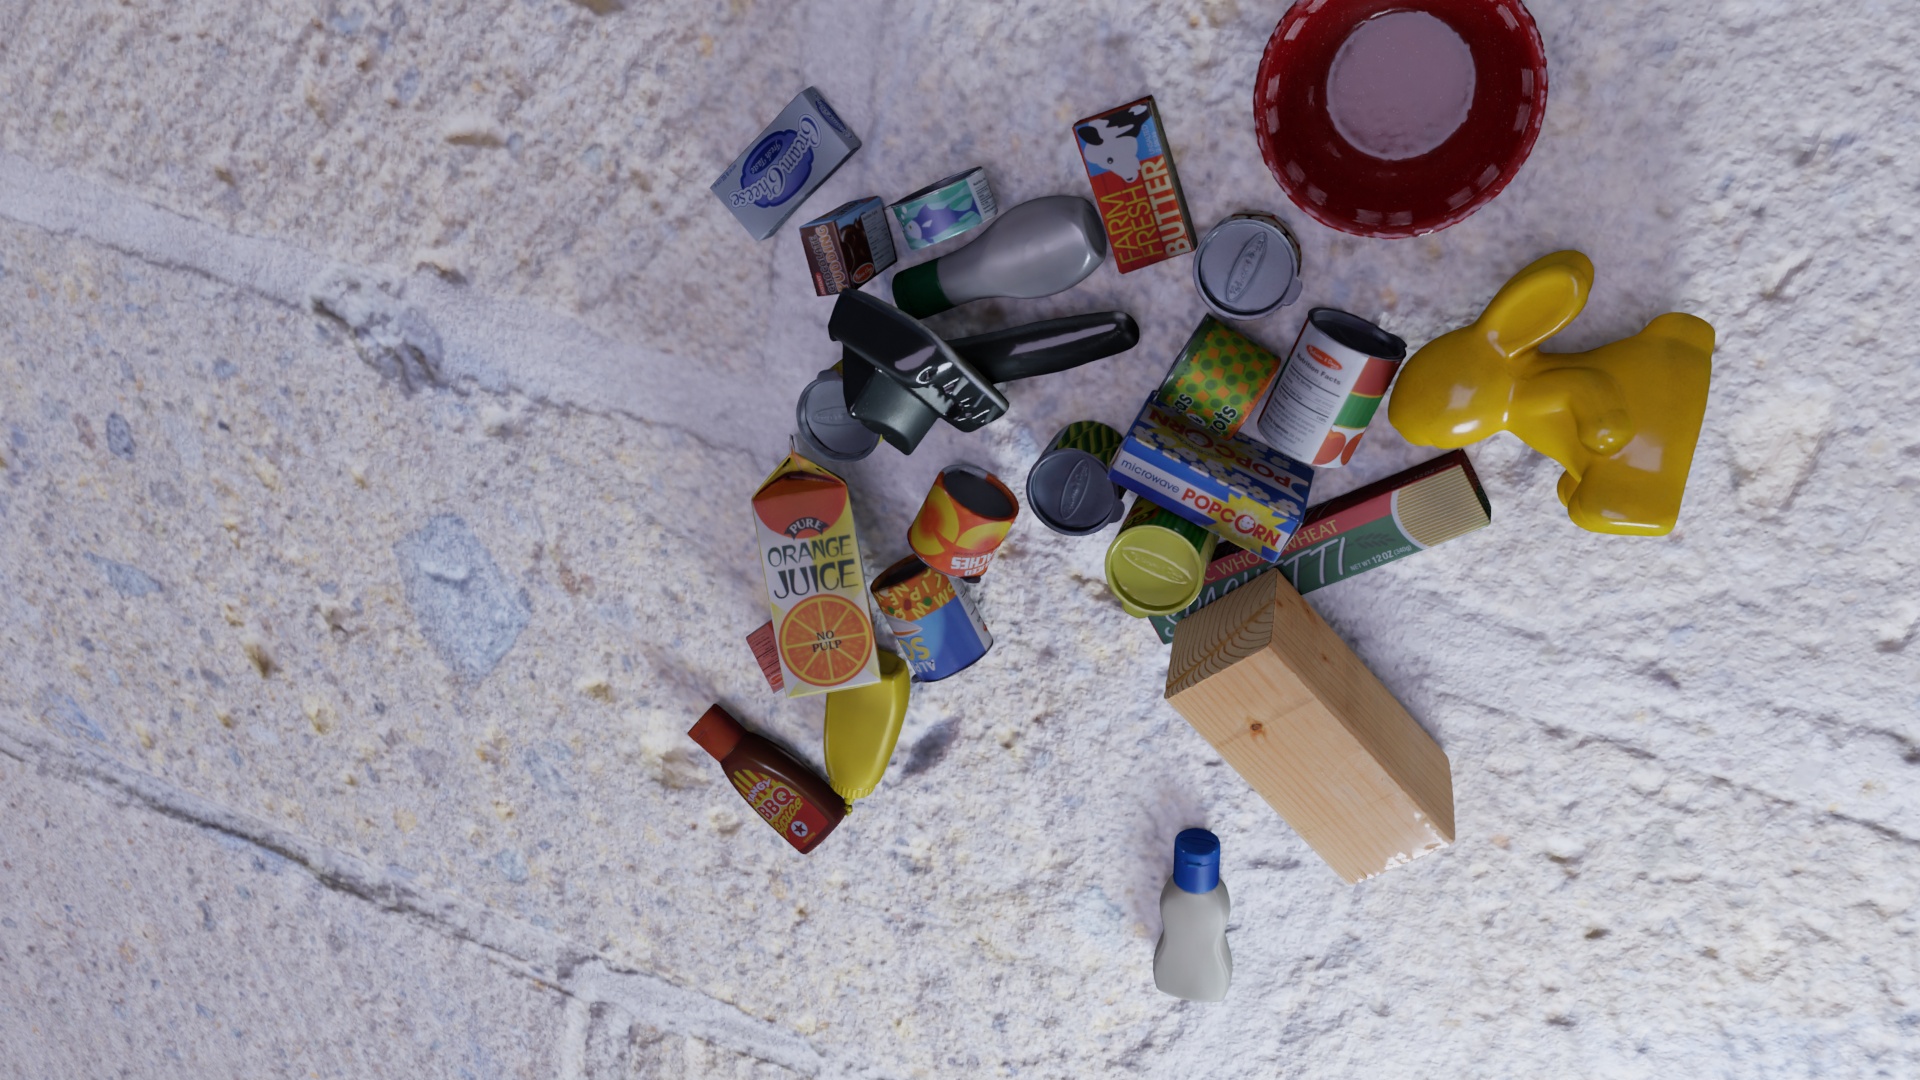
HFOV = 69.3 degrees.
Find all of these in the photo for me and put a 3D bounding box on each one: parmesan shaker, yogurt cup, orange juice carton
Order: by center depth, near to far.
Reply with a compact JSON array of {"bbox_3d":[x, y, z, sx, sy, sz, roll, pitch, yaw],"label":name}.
[{"bbox_3d":[0.141,0.001,0.956,0.071,0.103,0.071,8,117,16],"label":"parmesan shaker"},{"bbox_3d":[-0.111,0.015,1.044,0.073,0.072,0.192,-10,95,-4],"label":"orange juice carton"},{"bbox_3d":[-0.136,0.085,1.121,0.072,0.073,0.054,-33,92,30],"label":"yogurt cup"}]

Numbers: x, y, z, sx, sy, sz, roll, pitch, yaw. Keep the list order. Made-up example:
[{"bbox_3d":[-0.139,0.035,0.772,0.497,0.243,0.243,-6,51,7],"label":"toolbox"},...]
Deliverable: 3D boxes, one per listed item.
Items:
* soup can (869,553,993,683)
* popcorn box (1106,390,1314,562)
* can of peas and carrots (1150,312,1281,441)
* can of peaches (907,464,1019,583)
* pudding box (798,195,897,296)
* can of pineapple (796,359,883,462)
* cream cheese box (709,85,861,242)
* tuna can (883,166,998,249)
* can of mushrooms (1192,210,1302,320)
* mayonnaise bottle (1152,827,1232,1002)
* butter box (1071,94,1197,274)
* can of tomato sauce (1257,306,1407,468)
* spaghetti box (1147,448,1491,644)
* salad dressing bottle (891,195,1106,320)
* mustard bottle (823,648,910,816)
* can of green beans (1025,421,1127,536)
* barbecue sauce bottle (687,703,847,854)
[{"bbox_3d":[-0.025,0.058,1.063,0.071,0.072,0.083,-21,106,27],"label":"soup can"},{"bbox_3d":[0.169,-0.045,0.934,0.127,0.085,0.038,27,122,5],"label":"popcorn box"},{"bbox_3d":[0.168,-0.105,0.915,0.059,0.071,0.070,32,121,3],"label":"can of peas and carrots"},{"bbox_3d":[0.004,-0.013,1.019,0.071,0.071,0.057,31,120,4],"label":"can of peaches"},{"bbox_3d":[-0.076,-0.202,0.948,0.030,0.084,0.049,-5,113,22],"label":"pudding box"},{"bbox_3d":[-0.078,-0.099,1.013,0.071,0.058,0.070,8,117,16],"label":"can of pineapple"},{"bbox_3d":[-0.122,-0.262,0.971,0.103,0.024,0.053,-37,100,30],"label":"cream cheese box"},{"bbox_3d":[-0.013,-0.220,0.926,0.071,0.071,0.032,-15,109,25],"label":"tuna can"},{"bbox_3d":[0.187,-0.176,0.895,0.071,0.033,0.070,8,116,16],"label":"can of mushrooms"},{"bbox_3d":[0.189,0.303,1.121,0.065,0.041,0.147,5,115,16],"label":"mayonnaise bottle"},{"bbox_3d":[0.114,-0.229,0.901,0.053,0.024,0.103,-13,110,24],"label":"butter box"},{"bbox_3d":[0.239,-0.098,0.896,0.071,0.071,0.082,25,121,7],"label":"can of tomato sauce"},{"bbox_3d":[0.239,0.009,0.968,0.249,0.029,0.050,-24,105,28],"label":"spaghetti box"},{"bbox_3d":[0.024,-0.188,0.943,0.147,0.044,0.064,-15,111,26],"label":"salad dressing bottle"},{"bbox_3d":[-0.083,0.163,1.147,0.065,0.049,0.159,19,120,10],"label":"mustard bottle"},{"bbox_3d":[0.086,-0.044,0.980,0.071,0.058,0.071,8,117,16],"label":"can of green beans"},{"bbox_3d":[-0.169,0.202,1.200,0.148,0.044,0.064,43,122,-3],"label":"barbecue sauce bottle"}]
